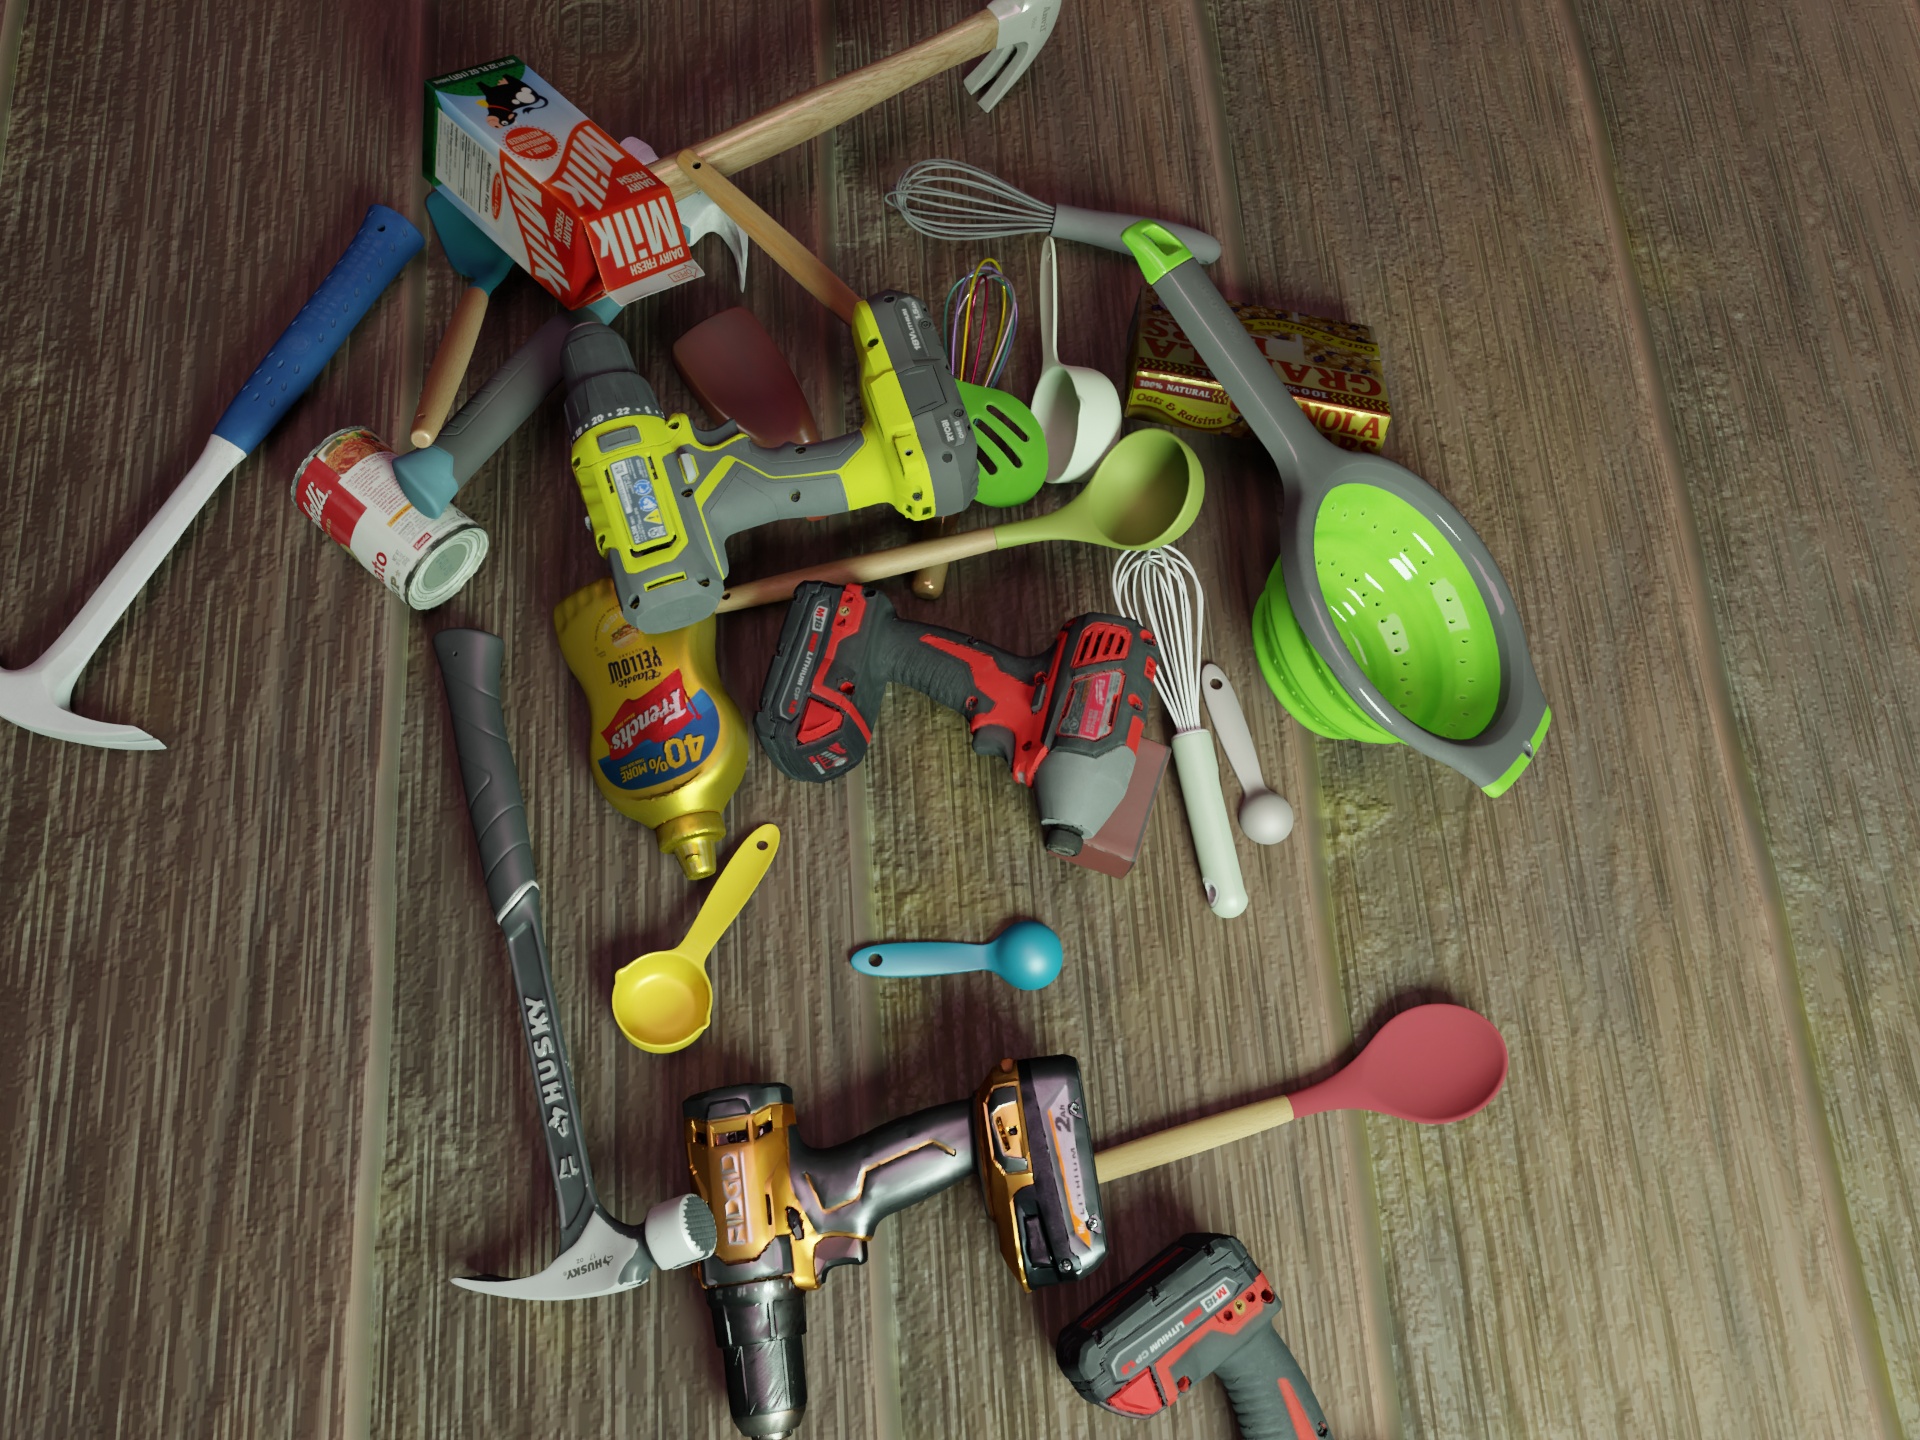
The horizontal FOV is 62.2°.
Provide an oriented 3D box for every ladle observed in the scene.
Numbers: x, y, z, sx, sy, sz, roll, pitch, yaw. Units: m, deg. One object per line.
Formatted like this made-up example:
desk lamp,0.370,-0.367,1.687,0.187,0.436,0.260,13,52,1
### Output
ladle,0.168,0.235,0.930,0.315,0.031,0.069,-15,71,-7
ladle,-0.006,-0.114,0.991,0.320,0.062,0.078,-13,66,0

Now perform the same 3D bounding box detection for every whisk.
whisk,0.065,-0.347,1.107,0.239,0.055,0.055,9,71,-6
whisk,0.143,0.002,0.995,0.059,0.058,0.246,-8,77,-16
whisk,-0.002,-0.197,1.052,0.051,0.047,0.245,12,75,-1

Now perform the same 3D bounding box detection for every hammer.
hammer,-0.467,-0.164,1.012,0.144,0.035,0.406,27,72,5
hammer,-0.076,-0.421,1.077,0.331,0.130,0.031,-30,76,-11
hammer,-0.255,0.127,0.917,0.149,0.036,0.409,-24,68,14
hammer,-0.250,-0.252,1.024,0.128,0.033,0.331,29,60,6

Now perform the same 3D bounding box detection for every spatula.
spatula,-0.313,-0.261,0.991,0.082,0.044,0.318,-15,39,6

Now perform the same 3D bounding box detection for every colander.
colander,0.199,-0.119,0.970,0.397,0.094,0.204,54,47,-3

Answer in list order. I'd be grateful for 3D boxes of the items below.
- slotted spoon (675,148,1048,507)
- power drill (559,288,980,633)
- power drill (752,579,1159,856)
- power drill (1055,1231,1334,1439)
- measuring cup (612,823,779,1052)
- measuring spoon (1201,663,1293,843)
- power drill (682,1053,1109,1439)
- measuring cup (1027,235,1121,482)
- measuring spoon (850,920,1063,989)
slotted spoon,-0.064,-0.255,1.019,0.314,0.031,0.070,43,80,0
power drill,-0.119,-0.173,0.949,0.228,0.080,0.191,-18,76,-6
power drill,-0.001,-0.003,0.941,0.220,0.078,0.143,9,70,15
power drill,0.143,0.412,0.846,0.188,0.080,0.227,-34,80,-13
measuring cup,-0.151,0.128,0.948,0.062,0.029,0.157,28,60,5
measuring spoon,0.179,0.018,1.005,0.034,0.018,0.124,-16,73,-9
power drill,-0.035,0.281,0.865,0.226,0.084,0.185,-9,72,4
measuring cup,0.075,-0.237,1.045,0.038,0.083,0.168,1,81,-22
measuring spoon,-0.001,0.140,0.950,0.128,0.021,0.042,-1,72,-6
